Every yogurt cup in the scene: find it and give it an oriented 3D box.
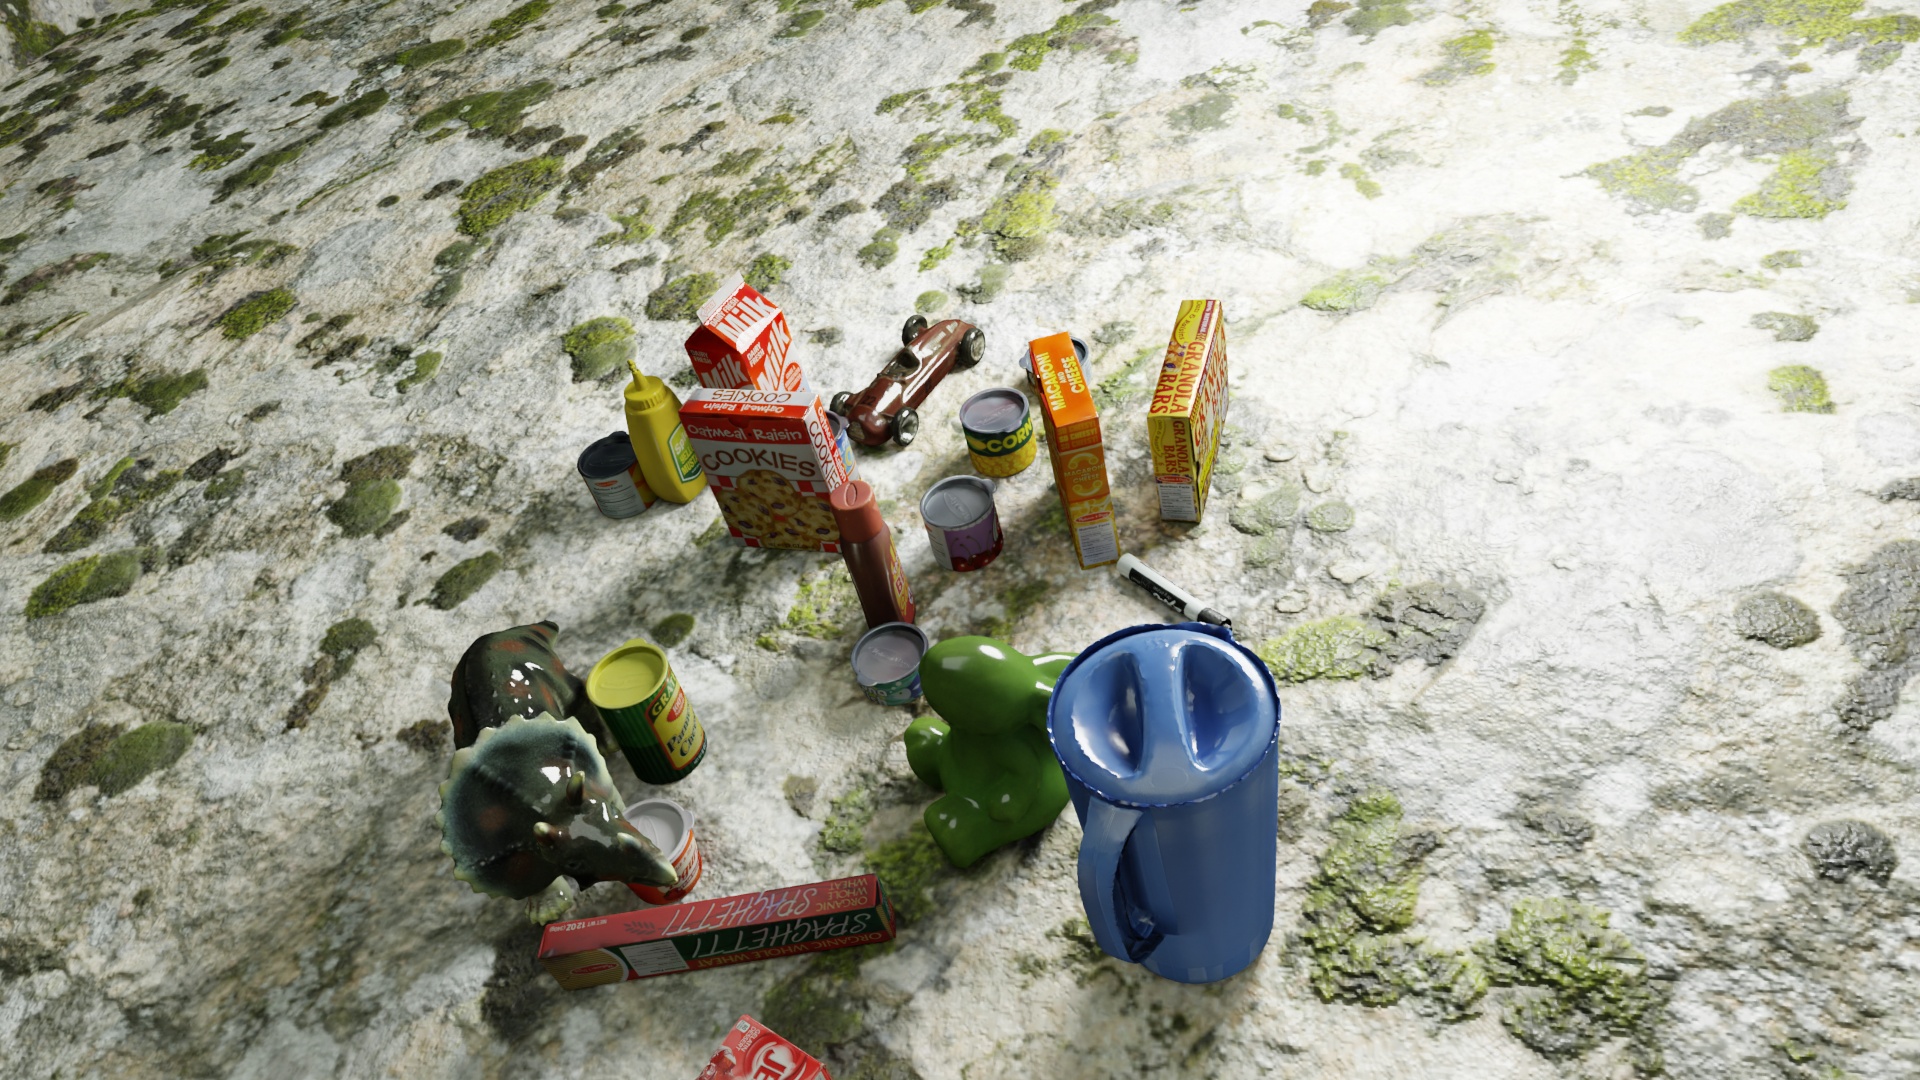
[{"bbox_3d":[-0.229,0.237,1.047,0.072,0.053,0.073,-8,44,8],"label":"yogurt cup"}]

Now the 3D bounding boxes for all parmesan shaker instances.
[{"bbox_3d":[-0.250,0.138,1.118,0.071,0.102,0.072,-8,44,8],"label":"parmesan shaker"}]

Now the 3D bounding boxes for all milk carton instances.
[{"bbox_3d":[-0.206,-0.166,1.355,0.073,0.189,0.073,13,50,27],"label":"milk carton"}]

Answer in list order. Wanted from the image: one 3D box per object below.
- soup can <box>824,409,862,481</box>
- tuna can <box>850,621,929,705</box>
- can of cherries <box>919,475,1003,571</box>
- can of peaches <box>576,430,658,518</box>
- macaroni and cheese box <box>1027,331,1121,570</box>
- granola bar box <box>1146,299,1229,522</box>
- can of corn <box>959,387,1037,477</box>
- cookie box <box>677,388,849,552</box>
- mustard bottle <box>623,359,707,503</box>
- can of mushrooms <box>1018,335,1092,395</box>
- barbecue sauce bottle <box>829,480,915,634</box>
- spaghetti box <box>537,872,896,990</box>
[{"bbox_3d":[-0.130,-0.072,1.314,0.071,0.083,0.072,-8,44,8],"label":"soup can"},{"bbox_3d":[-0.057,0.104,1.150,0.071,0.032,0.071,-8,44,8],"label":"tuna can"},{"bbox_3d":[0.004,-0.016,1.237,0.071,0.058,0.072,-8,44,8],"label":"can of cherries"},{"bbox_3d":[-0.339,-0.065,1.386,0.071,0.057,0.071,-8,44,8],"label":"can of peaches"},{"bbox_3d":[0.098,-0.076,1.194,0.040,0.165,0.124,-14,43,2],"label":"macaroni and cheese box"},{"bbox_3d":[0.206,-0.117,1.235,0.039,0.123,0.166,4,47,20],"label":"granola bar box"},{"bbox_3d":[0.038,-0.101,1.315,0.071,0.058,0.071,-8,44,8],"label":"can of corn"},{"bbox_3d":[-0.168,-0.061,1.253,0.123,0.166,0.040,4,47,20],"label":"cookie box"},{"bbox_3d":[-0.290,-0.109,1.342,0.049,0.159,0.066,8,48,24],"label":"mustard bottle"},{"bbox_3d":[0.095,-0.173,1.390,0.071,0.033,0.071,-8,44,8],"label":"can of mushrooms"},{"bbox_3d":[-0.074,0.015,1.162,0.044,0.147,0.065,-9,44,7],"label":"barbecue sauce bottle"},{"bbox_3d":[-0.171,0.280,0.990,0.250,0.050,0.029,-10,43,5],"label":"spaghetti box"}]
